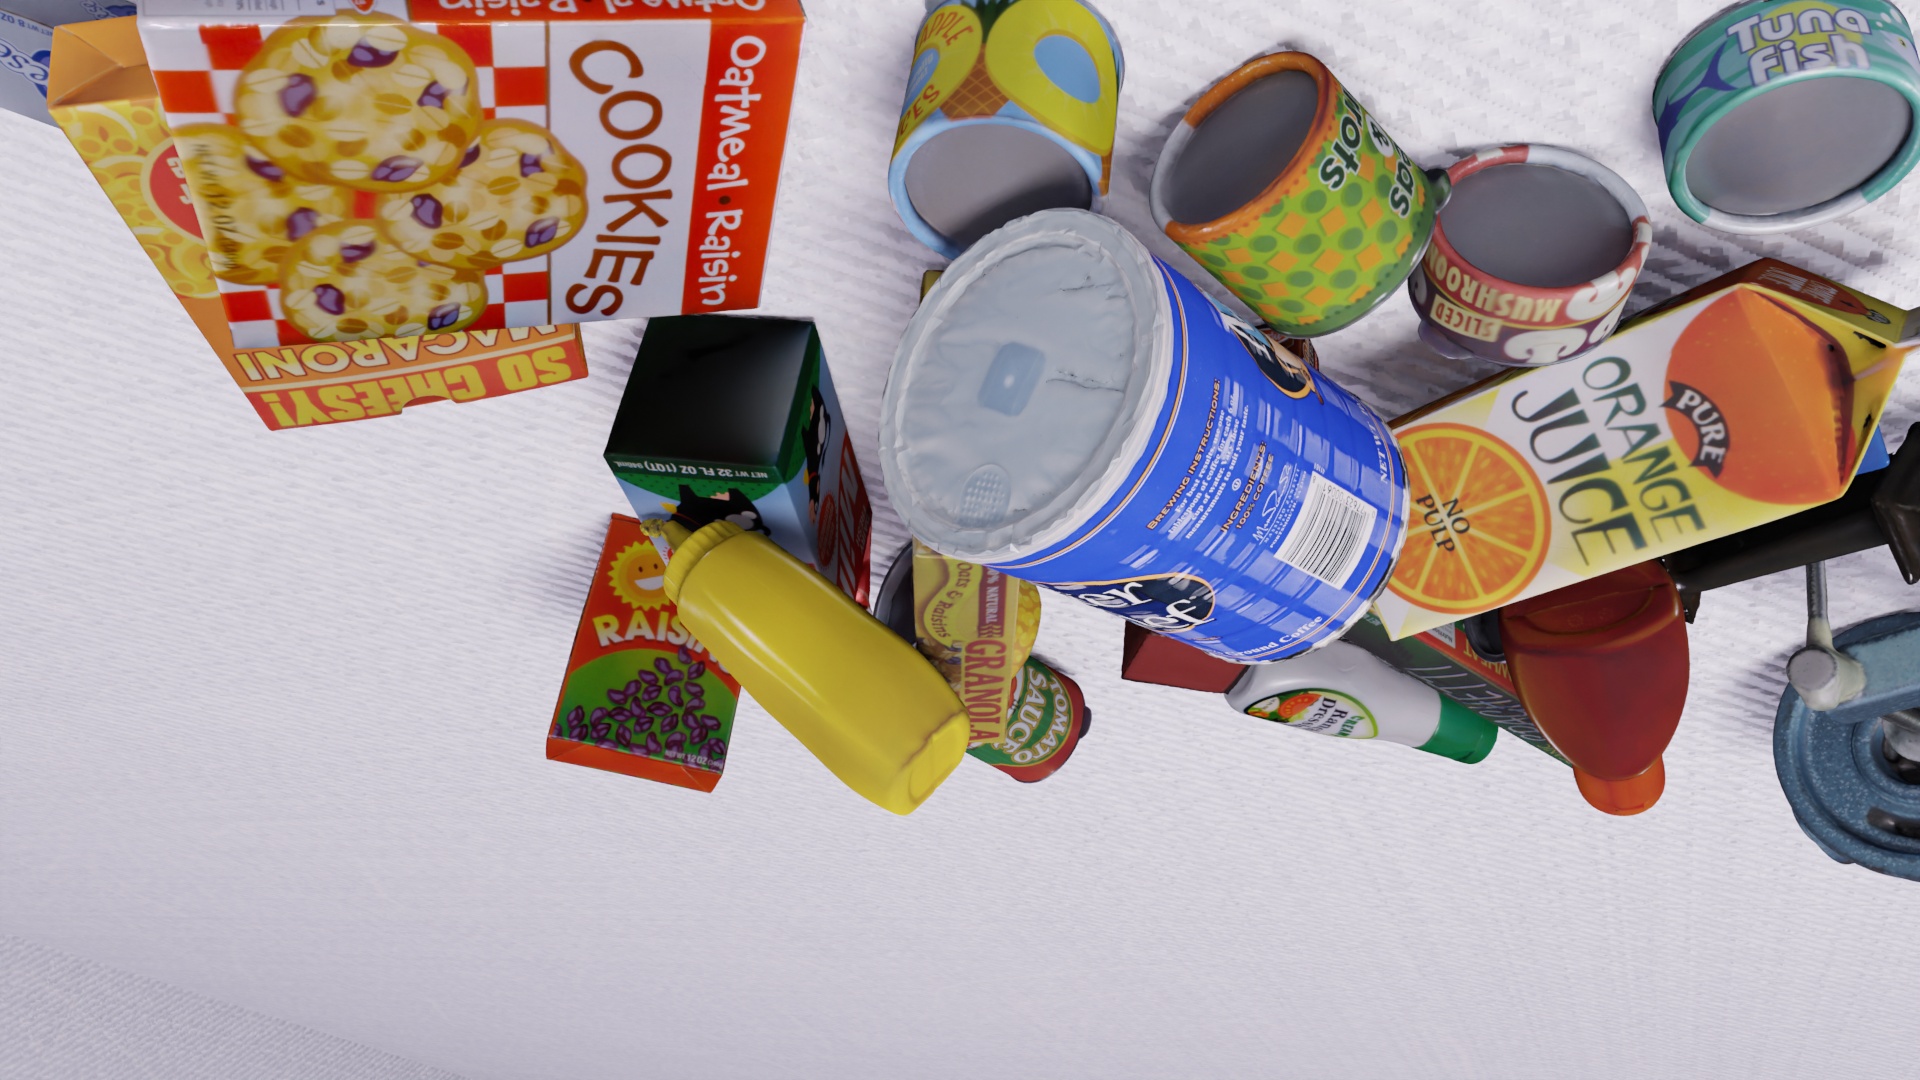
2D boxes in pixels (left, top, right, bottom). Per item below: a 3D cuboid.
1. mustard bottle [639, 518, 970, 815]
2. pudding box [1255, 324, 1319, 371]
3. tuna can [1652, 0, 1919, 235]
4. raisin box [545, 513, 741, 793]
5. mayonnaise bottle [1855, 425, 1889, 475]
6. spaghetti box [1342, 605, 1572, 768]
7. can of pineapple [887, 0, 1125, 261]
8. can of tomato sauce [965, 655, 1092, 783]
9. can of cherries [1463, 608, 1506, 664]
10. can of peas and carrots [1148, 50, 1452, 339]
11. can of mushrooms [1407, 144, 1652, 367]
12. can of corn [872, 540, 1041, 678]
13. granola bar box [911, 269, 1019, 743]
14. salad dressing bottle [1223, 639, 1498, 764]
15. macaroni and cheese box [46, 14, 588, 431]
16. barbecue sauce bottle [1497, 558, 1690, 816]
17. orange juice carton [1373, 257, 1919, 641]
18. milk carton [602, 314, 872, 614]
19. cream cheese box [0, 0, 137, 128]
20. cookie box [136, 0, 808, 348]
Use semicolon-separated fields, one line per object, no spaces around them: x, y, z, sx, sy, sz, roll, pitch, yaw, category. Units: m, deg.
-0.067;0.035;0.528;0.160;0.049;0.065;39;155;21;mustard bottle
0.094;-0.050;0.533;0.083;0.050;0.030;-10;147;28;pudding box
0.234;-0.121;0.392;0.071;0.033;0.070;6;150;4;tuna can
-0.152;0.056;0.703;0.086;0.124;0.040;15;150;-11;raisin box
0.263;-0.025;0.528;0.148;0.041;0.064;-17;99;32;mayonnaise bottle
0.240;0.048;0.665;0.250;0.050;0.028;27;147;-30;spaghetti box
0.013;-0.124;0.418;0.071;0.058;0.070;6;150;4;can of pineapple
0.020;0.090;0.774;0.083;0.071;0.071;32;142;-34;can of tomato sauce
0.264;0.026;0.603;0.058;0.072;0.071;14;149;-10;can of cherries
0.102;-0.105;0.421;0.058;0.071;0.070;32;143;-33;can of peas and carrots
0.173;-0.087;0.429;0.071;0.071;0.033;4;148;8;can of mushrooms
0.000;0.035;0.689;0.058;0.071;0.071;26;146;-28;can of corn
0.002;-0.007;0.553;0.039;0.125;0.164;1;149;0;granola bar box
0.214;0.084;0.739;0.148;0.044;0.064;16;148;-14;salad dressing bottle
-0.208;-0.107;0.481;0.124;0.040;0.165;-11;151;-9;macaroni and cheese box
0.261;0.065;0.563;0.065;0.044;0.148;-16;138;20;barbecue sauce bottle
0.226;-0.036;0.468;0.192;0.073;0.072;-25;179;39;orange juice carton
-0.087;-0.012;0.619;0.072;0.074;0.189;5;150;9;milk carton
-0.275;-0.154;0.473;0.104;0.024;0.053;18;149;-17;cream cheese box
-0.137;-0.118;0.416;0.168;0.040;0.122;-9;150;-21;cookie box
